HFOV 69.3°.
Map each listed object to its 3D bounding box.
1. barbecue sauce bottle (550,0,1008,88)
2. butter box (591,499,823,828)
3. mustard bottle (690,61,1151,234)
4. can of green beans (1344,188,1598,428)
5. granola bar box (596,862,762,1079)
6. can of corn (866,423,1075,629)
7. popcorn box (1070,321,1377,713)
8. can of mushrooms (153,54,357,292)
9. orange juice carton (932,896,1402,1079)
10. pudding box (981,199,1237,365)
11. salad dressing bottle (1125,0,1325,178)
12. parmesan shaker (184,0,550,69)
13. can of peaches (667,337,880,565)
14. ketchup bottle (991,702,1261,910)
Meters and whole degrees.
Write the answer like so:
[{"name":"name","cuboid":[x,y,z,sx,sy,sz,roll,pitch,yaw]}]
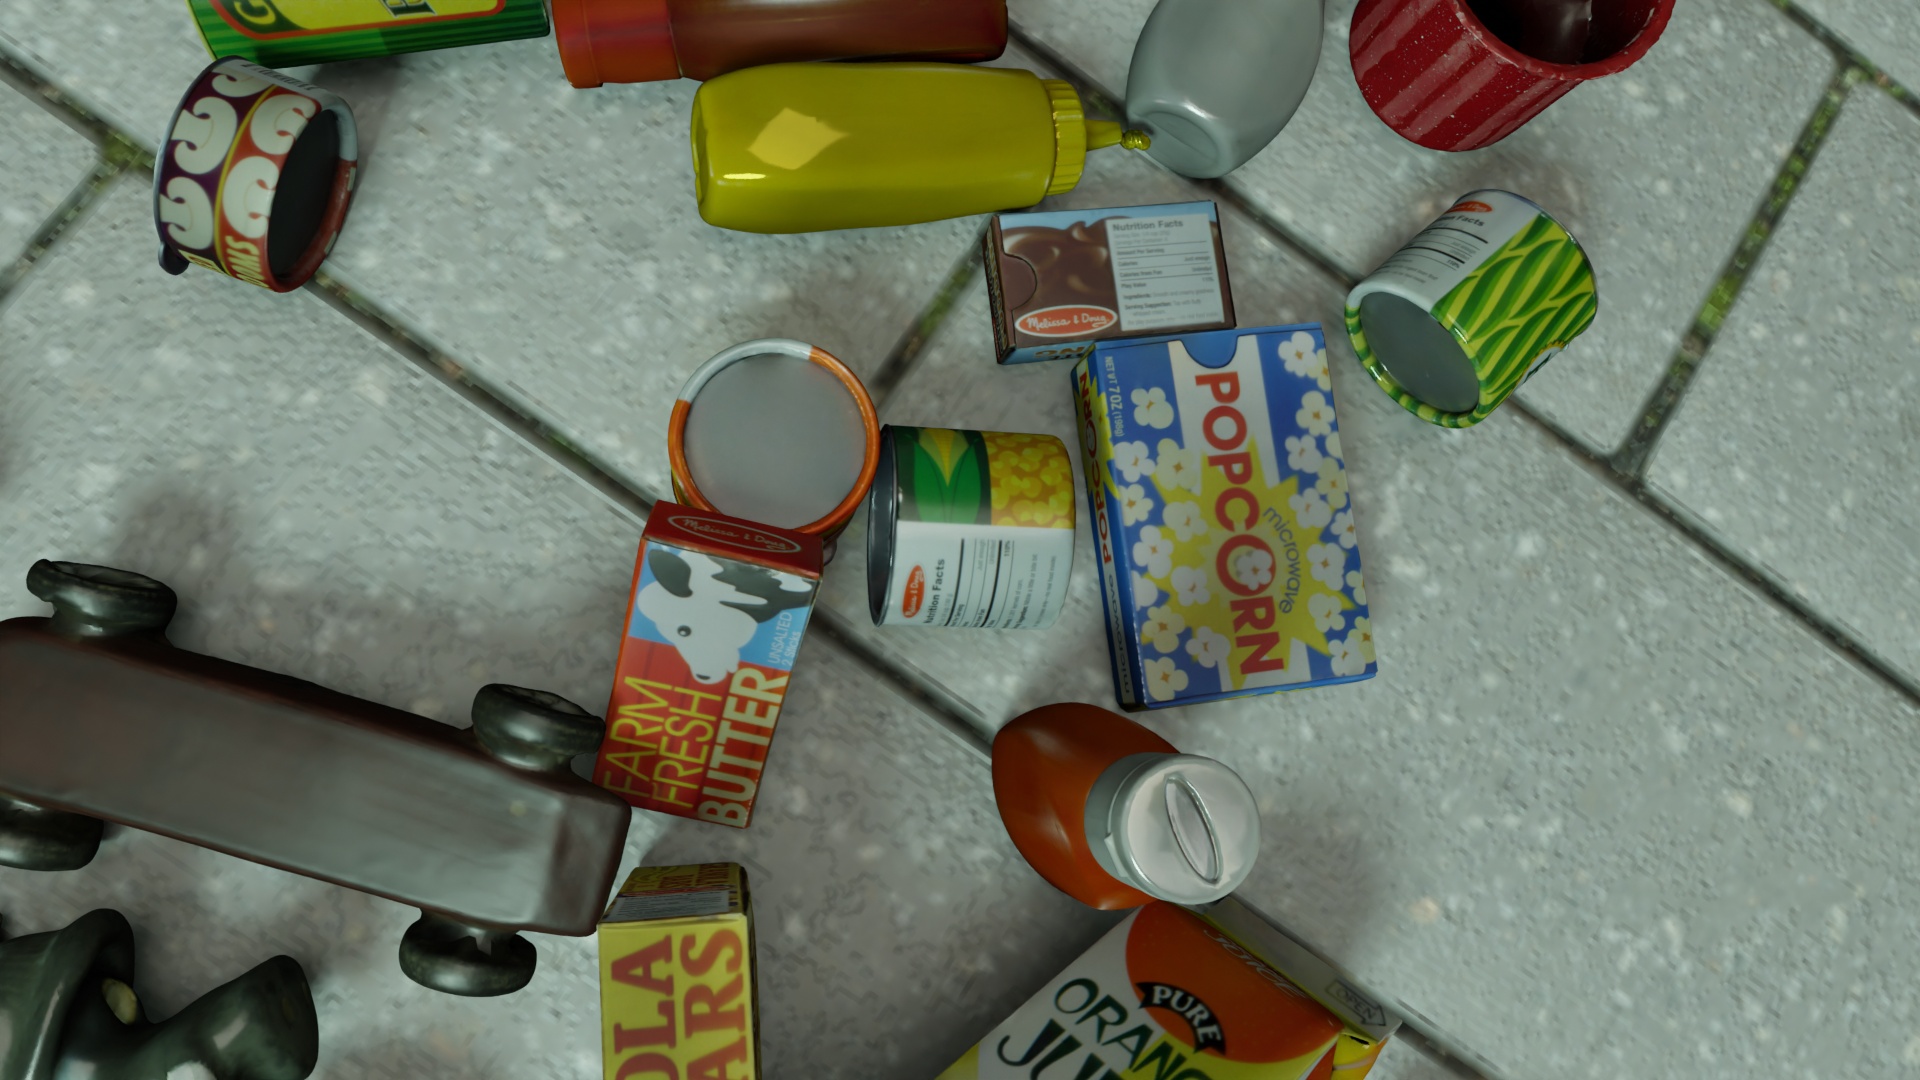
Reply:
[{"name":"barbecue sauce bottle","cuboid":[-0.061,-0.180,0.474,0.149,0.065,0.043,-7,117,-5]},{"name":"butter box","cuboid":[-0.079,0.041,0.428,0.053,0.024,0.103,14,119,-9]},{"name":"mustard bottle","cuboid":[-0.010,-0.136,0.477,0.160,0.065,0.049,-8,89,-17]},{"name":"can of green beans","cuboid":[0.182,-0.082,0.500,0.058,0.071,0.071,-40,91,-12]},{"name":"granola bar box","cuboid":[-0.073,0.180,0.387,0.039,0.124,0.165,-3,83,-10]},{"name":"can of corn","cuboid":[0.002,-0.006,0.458,0.058,0.071,0.071,3,82,-10]},{"name":"popcorn box","cuboid":[0.091,-0.008,0.487,0.085,0.038,0.127,-6,84,-10]},{"name":"can of mushrooms","cuboid":[-0.218,-0.111,0.432,0.033,0.071,0.071,19,79,-8]},{"name":"orange juice carton","cuboid":[0.046,0.177,0.407,0.193,0.072,0.072,-29,43,-33]},{"name":"pudding box","cuboid":[0.052,-0.093,0.496,0.084,0.030,0.049,-7,85,-11]},{"name":"salad dressing bottle","cuboid":[0.114,-0.206,0.517,0.064,0.044,0.148,31,77,-4]},{"name":"parmesan shaker","cuboid":[-0.191,-0.193,0.447,0.103,0.071,0.071,-12,85,-11]},{"name":"can of peaches","cuboid":[-0.060,-0.025,0.452,0.071,0.058,0.071,1,82,-10]},{"name":"ketchup bottle","cuboid":[0.045,0.080,0.410,0.043,0.148,0.064,-22,87,-11]}]
